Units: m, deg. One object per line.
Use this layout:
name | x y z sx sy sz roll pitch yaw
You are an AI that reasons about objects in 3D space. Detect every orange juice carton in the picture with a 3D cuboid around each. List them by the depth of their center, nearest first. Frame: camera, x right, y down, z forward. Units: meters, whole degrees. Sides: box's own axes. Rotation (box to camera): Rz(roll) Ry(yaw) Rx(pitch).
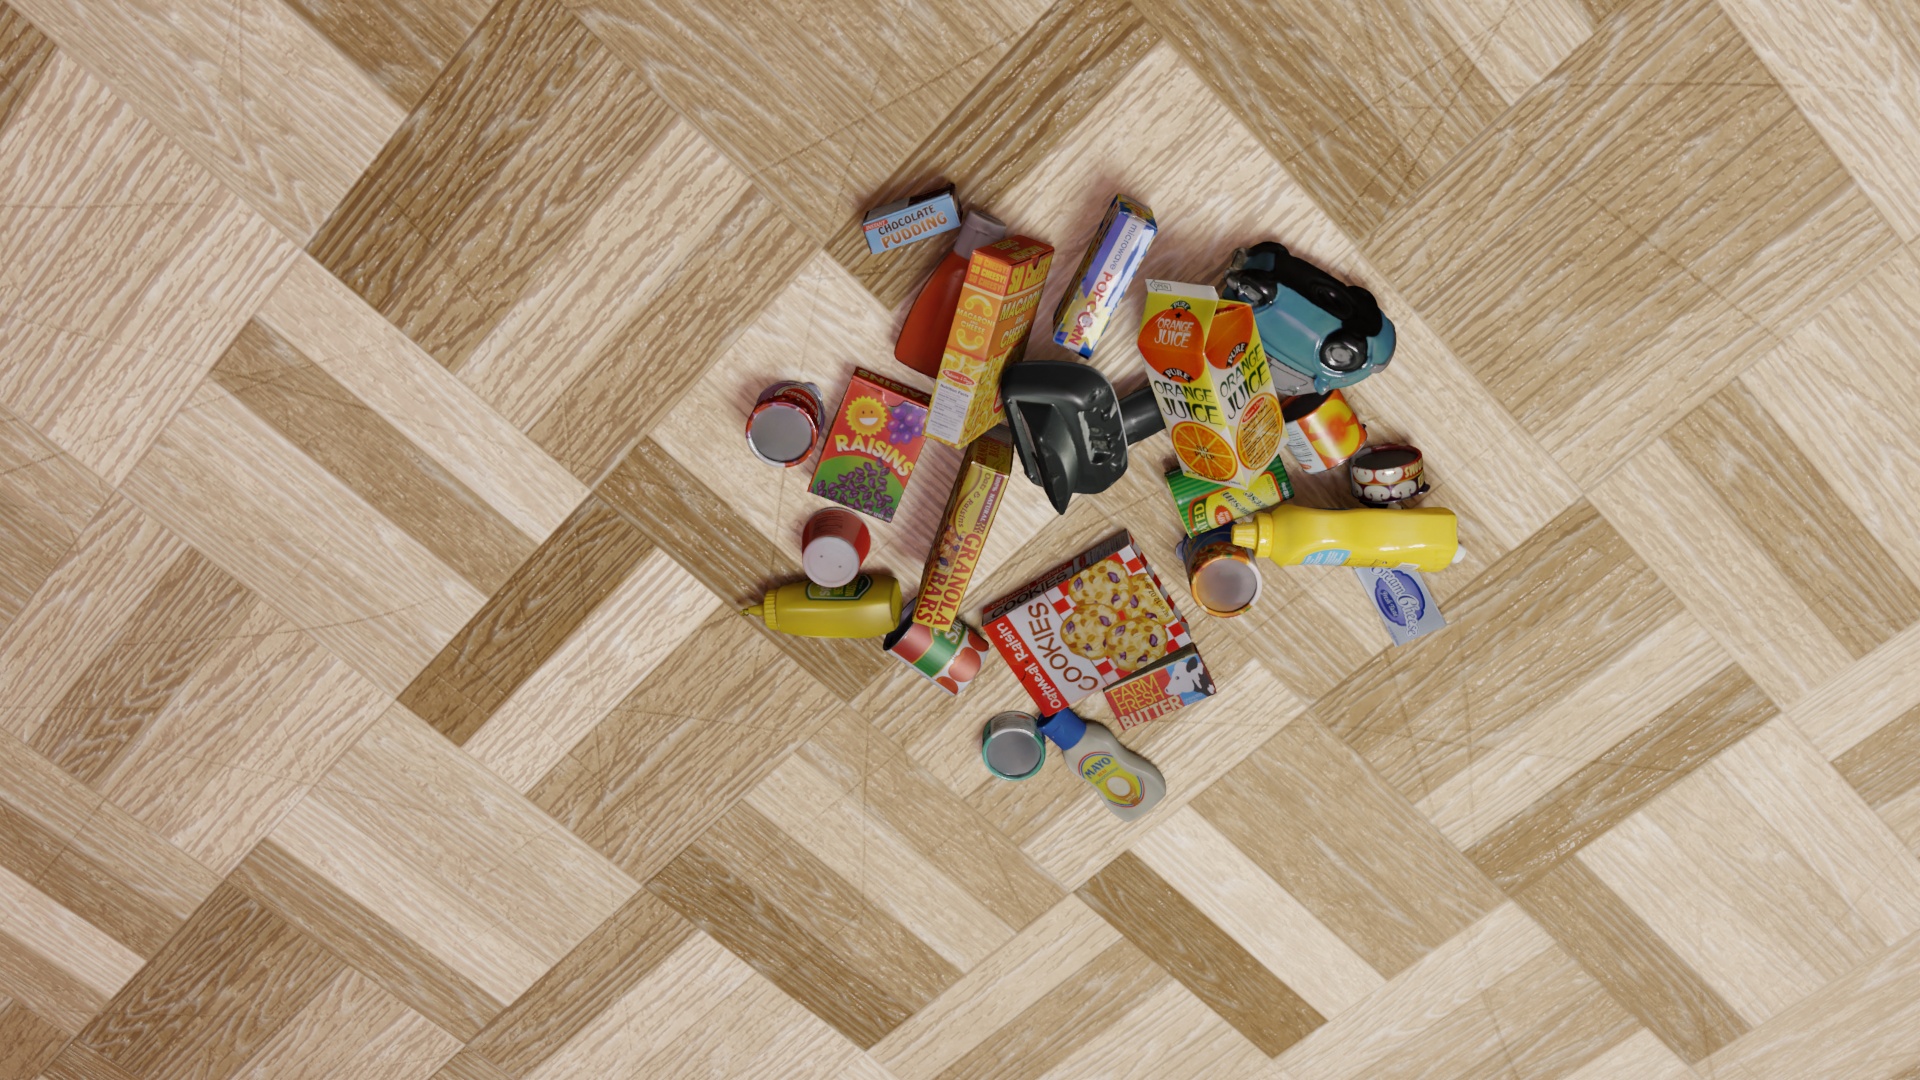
orange juice carton | 0.213 -0.142 1.190 0.073 0.072 0.192 -46 130 -25

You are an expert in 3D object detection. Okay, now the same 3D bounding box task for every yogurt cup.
yogurt cup | -0.121 0.009 1.330 0.072 0.054 0.072 1 114 1

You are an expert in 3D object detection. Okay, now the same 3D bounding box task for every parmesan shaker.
parmesan shaker | 0.247 -0.053 1.279 0.103 0.071 0.071 -22 111 12

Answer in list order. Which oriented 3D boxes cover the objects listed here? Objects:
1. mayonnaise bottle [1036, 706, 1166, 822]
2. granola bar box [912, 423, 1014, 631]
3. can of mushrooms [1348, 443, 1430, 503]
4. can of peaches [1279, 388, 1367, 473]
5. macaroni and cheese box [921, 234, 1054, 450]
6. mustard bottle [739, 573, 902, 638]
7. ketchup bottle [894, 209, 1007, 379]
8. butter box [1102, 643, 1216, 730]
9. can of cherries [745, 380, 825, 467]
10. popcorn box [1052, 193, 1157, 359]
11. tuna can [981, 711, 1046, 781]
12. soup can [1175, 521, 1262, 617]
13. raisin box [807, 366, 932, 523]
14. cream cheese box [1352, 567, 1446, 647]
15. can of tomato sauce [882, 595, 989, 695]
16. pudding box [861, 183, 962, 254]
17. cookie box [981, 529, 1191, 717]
mayonnaise bottle | 0.141 0.223 1.420 0.148 0.041 0.064 42 112 -16
granola bar box | 0.005 -0.016 1.275 0.039 0.125 0.164 19 114 -4
can of mushrooms | 0.392 -0.062 1.270 0.071 0.071 0.033 -10 112 7
can of peaches | 0.326 -0.105 1.256 0.071 0.071 0.058 -33 108 16
macaroni and cheese box | 0.026 -0.174 1.203 0.040 0.124 0.165 23 114 13
mustard bottle | -0.139 0.065 1.351 0.160 0.065 0.048 -3 118 8
ketchup bottle | -0.004 -0.217 1.230 0.065 0.044 0.148 24 112 -3
butter box | 0.199 0.147 1.394 0.103 0.024 0.053 -24 110 12
can of cherries | -0.159 -0.109 1.276 0.071 0.058 0.071 1 114 2
popcorn box | 0.123 -0.229 1.197 0.038 0.085 0.126 24 113 -7
tuna can | 0.055 0.214 1.424 0.071 0.033 0.070 1 113 2
soup can | 0.242 0.026 1.306 0.071 0.084 0.071 1 114 2
raisin box | -0.081 -0.089 1.293 0.086 0.040 0.123 22 112 -6
cream cheese box | 0.422 0.050 1.342 0.053 0.024 0.103 -29 110 14
can of tomato sauce | -0.022 0.101 1.360 0.083 0.071 0.071 36 111 -14
pudding box | -0.041 -0.279 1.201 0.083 0.050 0.030 -16 114 9
cookie box | 0.122 0.083 1.360 0.167 0.040 0.122 -30 110 14
